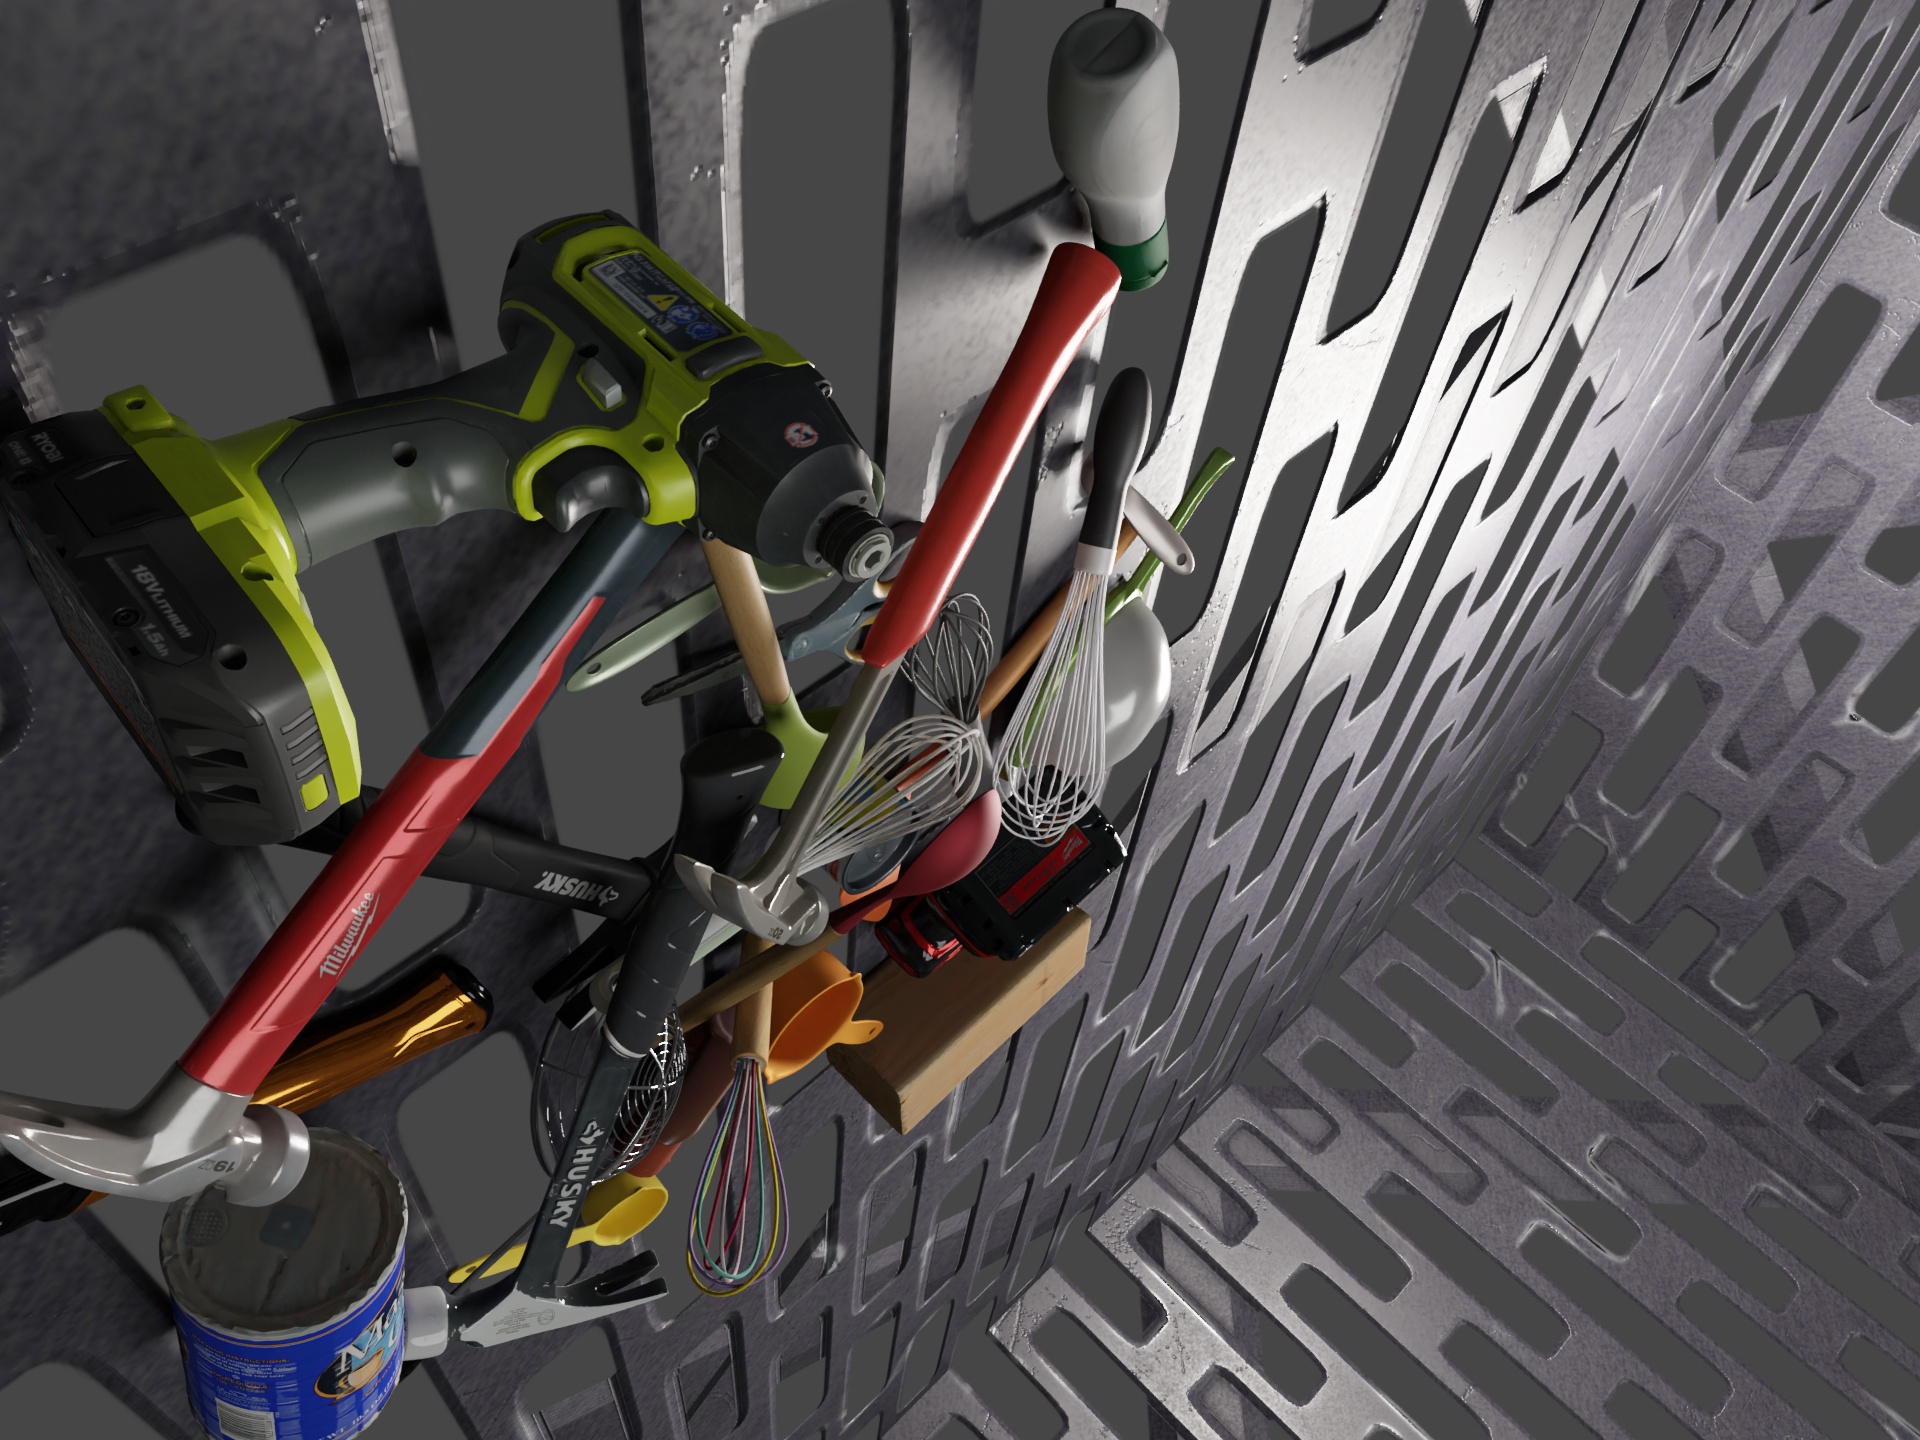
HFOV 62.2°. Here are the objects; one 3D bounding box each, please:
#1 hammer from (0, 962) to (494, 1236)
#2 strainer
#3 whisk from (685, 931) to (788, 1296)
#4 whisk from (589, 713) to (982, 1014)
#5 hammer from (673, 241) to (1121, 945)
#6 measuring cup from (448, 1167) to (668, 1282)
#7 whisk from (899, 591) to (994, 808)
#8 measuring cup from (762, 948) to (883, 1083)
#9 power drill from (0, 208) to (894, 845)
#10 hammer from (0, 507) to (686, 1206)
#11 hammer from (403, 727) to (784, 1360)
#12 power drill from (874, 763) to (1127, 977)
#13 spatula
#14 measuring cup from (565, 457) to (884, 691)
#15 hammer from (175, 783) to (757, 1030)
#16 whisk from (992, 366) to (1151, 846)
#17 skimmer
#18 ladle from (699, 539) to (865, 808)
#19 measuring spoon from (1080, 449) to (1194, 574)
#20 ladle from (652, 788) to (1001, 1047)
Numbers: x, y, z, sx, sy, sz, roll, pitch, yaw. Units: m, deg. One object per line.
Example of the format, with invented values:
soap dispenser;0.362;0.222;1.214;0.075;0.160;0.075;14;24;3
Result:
hammer;-0.344;0.184;0.662;0.337;0.034;0.127;-22;144;-47
strainer;0.127;-0.057;1.061;0.256;0.069;0.151;-58;167;20
whisk;-0.127;0.215;0.912;0.051;0.245;0.047;33;122;-27
whisk;-0.088;0.075;0.834;0.246;0.058;0.059;-35;170;-13
hammer;-0.018;-0.068;0.727;0.359;0.037;0.149;-64;166;-11
measuring cup;-0.267;0.332;1.048;0.156;0.029;0.062;-8;134;-41
whisk;-0.001;-0.002;0.917;0.055;0.055;0.238;-43;154;-16
measuring cup;-0.101;0.198;1.097;0.095;0.052;0.173;-51;159;2
power drill;-0.144;-0.064;0.477;0.223;0.171;0.080;-32;151;-30
hammer;-0.191;0.004;0.591;0.386;0.038;0.143;-55;153;-9
hammer;-0.169;0.175;0.799;0.149;0.036;0.408;5;123;-35
power drill;0.024;0.106;1.079;0.143;0.078;0.219;-40;179;-19
spatula;0.025;-0.010;1.020;0.322;0.041;0.081;-50;156;-2
measuring cup;-0.110;-0.071;0.698;0.167;0.038;0.083;-36;156;-14
hammer;-0.214;0.065;0.714;0.146;0.035;0.334;-51;157;2
whisk;0.072;-0.062;0.925;0.070;0.070;0.284;-7;112;-58
skimmer;-0.288;0.289;0.928;0.363;0.090;0.127;-45;163;15
ladle;-0.090;-0.034;0.706;0.078;0.062;0.320;-18;157;-6
measuring spoon;0.115;-0.124;0.974;0.034;0.018;0.124;-51;131;-2
ladle;-0.086;0.123;0.894;0.315;0.031;0.069;-35;175;34
